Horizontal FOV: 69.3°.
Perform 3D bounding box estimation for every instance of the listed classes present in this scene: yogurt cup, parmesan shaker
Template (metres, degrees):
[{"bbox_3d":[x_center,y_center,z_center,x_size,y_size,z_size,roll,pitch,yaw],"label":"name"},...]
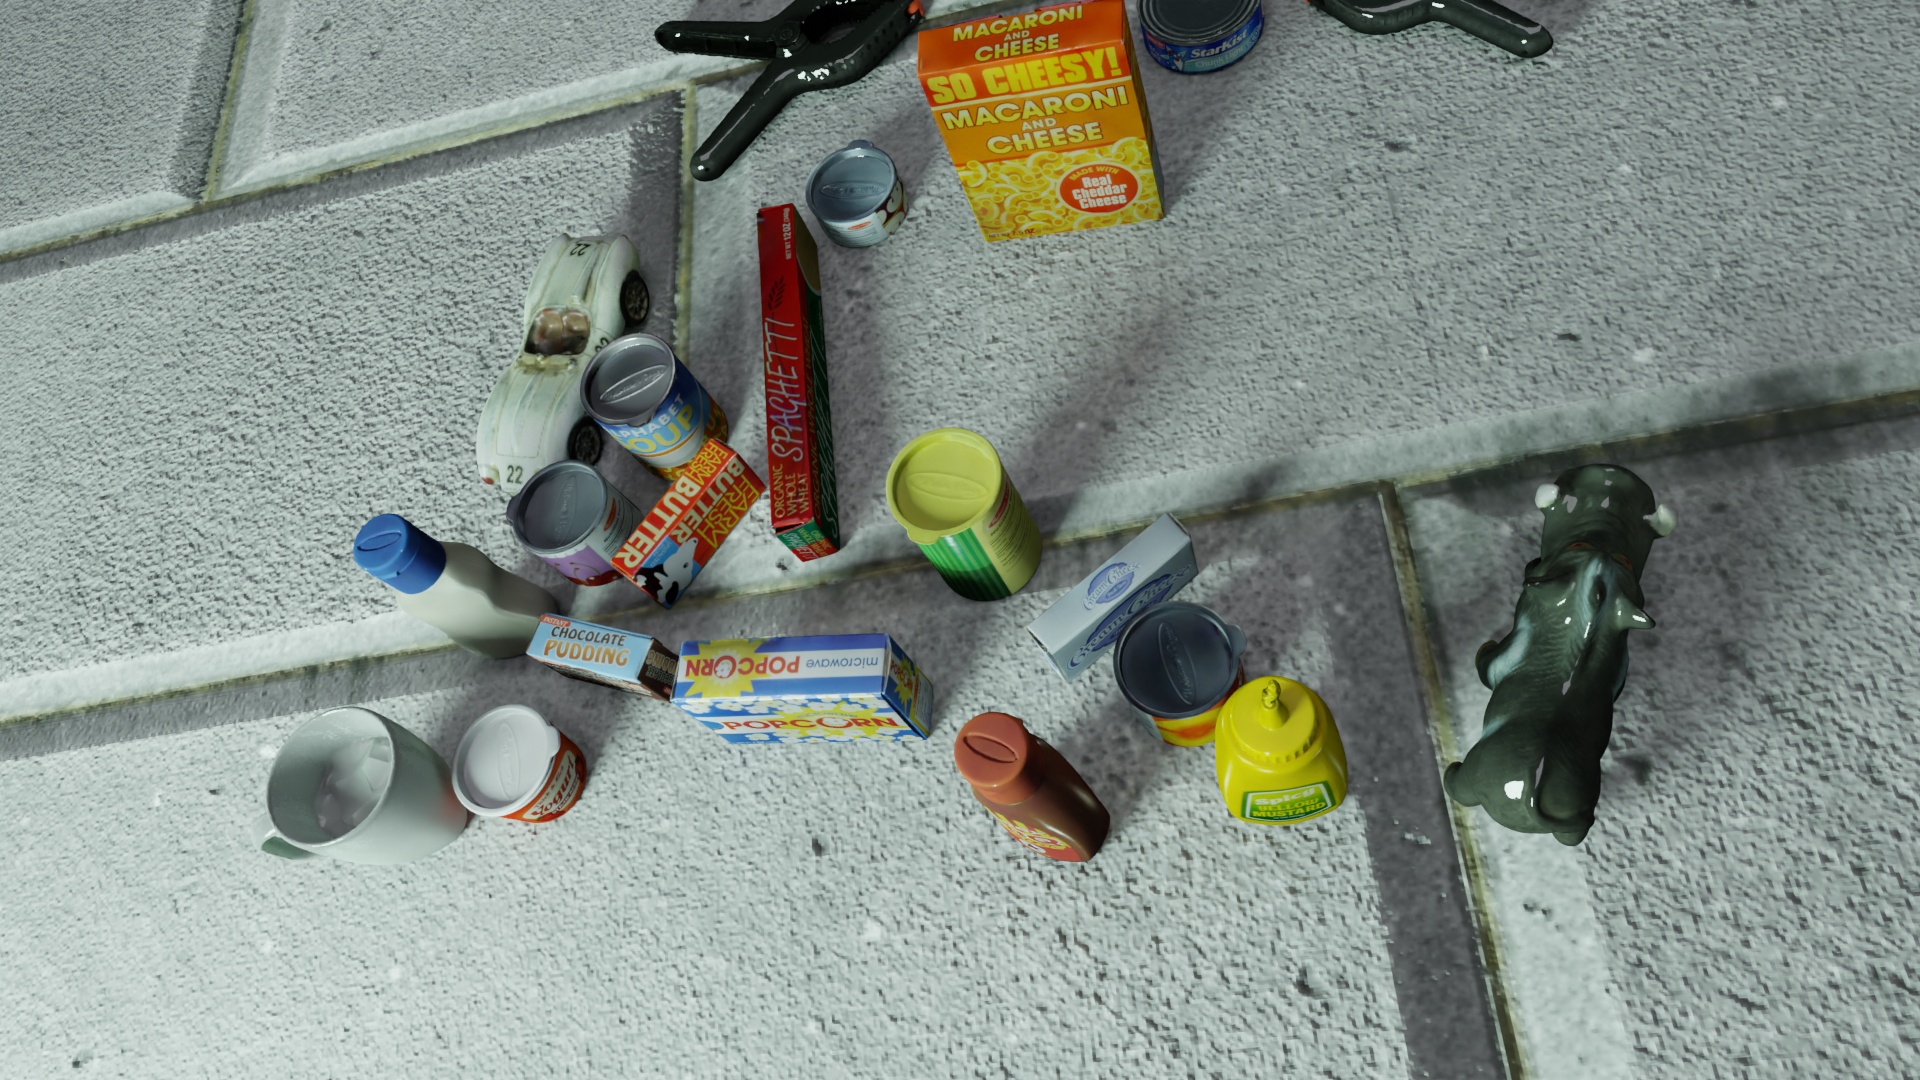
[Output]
[{"bbox_3d":[-0.263,0.138,0.837,0.072,0.053,0.072,-6,64,14],"label":"yogurt cup"},{"bbox_3d":[0.003,-0.010,0.801,0.071,0.102,0.071,-6,64,14],"label":"parmesan shaker"}]

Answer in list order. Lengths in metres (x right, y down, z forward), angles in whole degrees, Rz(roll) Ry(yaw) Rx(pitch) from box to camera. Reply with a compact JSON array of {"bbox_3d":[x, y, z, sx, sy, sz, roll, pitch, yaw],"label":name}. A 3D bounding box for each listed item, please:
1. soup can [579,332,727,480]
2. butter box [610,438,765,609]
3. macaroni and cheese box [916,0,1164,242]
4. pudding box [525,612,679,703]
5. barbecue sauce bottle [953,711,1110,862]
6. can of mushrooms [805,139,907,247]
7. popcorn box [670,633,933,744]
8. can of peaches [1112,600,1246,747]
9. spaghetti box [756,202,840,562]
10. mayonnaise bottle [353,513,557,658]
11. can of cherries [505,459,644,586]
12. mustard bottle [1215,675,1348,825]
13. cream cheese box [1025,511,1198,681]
[{"bbox_3d":[-0.197,-0.083,0.905,0.071,0.083,0.071,-6,64,14],"label":"soup can"},{"bbox_3d":[-0.171,-0.011,0.881,0.024,0.053,0.104,32,78,26],"label":"butter box"},{"bbox_3d":[0.054,-0.257,0.865,0.124,0.166,0.040,-5,65,14],"label":"macaroni and cheese box"},{"bbox_3d":[-0.218,0.072,0.857,0.084,0.049,0.030,11,70,21],"label":"pudding box"},{"bbox_3d":[0.033,0.124,0.703,0.065,0.148,0.044,20,73,24],"label":"barbecue sauce bottle"},{"bbox_3d":[-0.071,-0.242,0.971,0.071,0.033,0.071,-6,64,14],"label":"can of mushrooms"},{"bbox_3d":[-0.088,0.086,0.792,0.127,0.085,0.038,-3,65,15],"label":"popcorn box"},{"bbox_3d":[0.122,0.073,0.753,0.071,0.058,0.071,-6,64,14],"label":"can of peaches"},{"bbox_3d":[-0.107,-0.107,0.909,0.028,0.050,0.251,-12,63,11],"label":"spaghetti box"},{"bbox_3d":[-0.308,0.029,0.848,0.065,0.147,0.041,-15,63,9],"label":"mayonnaise bottle"},{"bbox_3d":[-0.248,-0.011,0.900,0.071,0.058,0.072,-6,64,14],"label":"can of cherries"},{"bbox_3d":[0.153,0.099,0.673,0.065,0.159,0.049,-11,64,11],"label":"mustard bottle"},{"bbox_3d":[0.088,0.033,0.784,0.104,0.053,0.024,-39,61,-4],"label":"cream cheese box"}]
